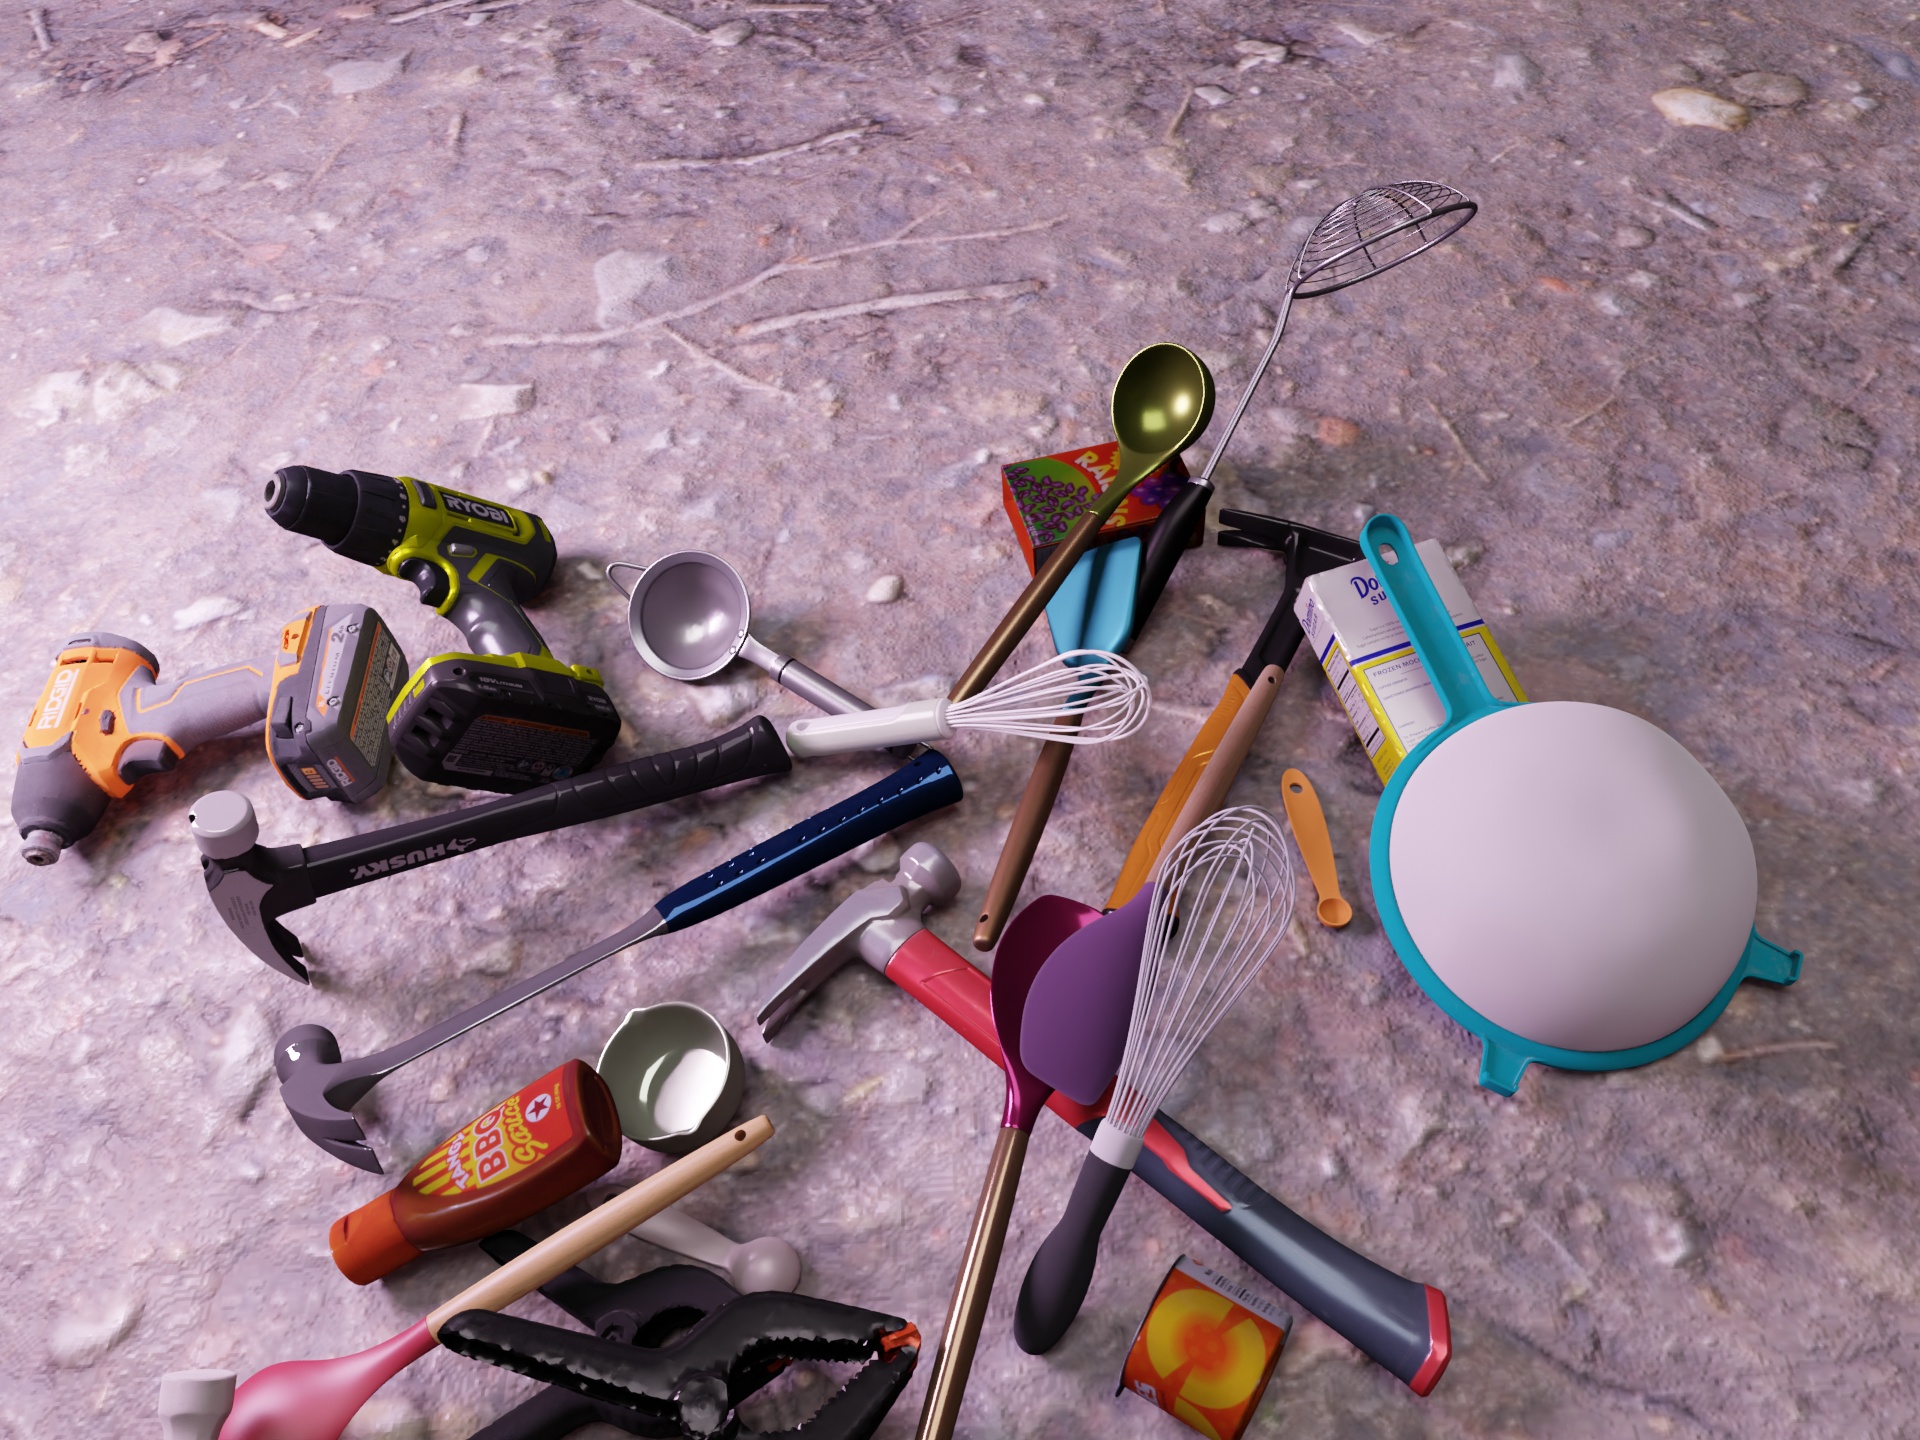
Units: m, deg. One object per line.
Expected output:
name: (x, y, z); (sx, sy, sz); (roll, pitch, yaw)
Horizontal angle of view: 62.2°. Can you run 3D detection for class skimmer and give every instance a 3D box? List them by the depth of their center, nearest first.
skimmer: (0.211, -0.193, 1.036); (0.090, 0.127, 0.363); (28, 89, -1)

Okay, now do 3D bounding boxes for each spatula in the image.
spatula: (0.117, 0.074, 0.879); (0.060, 0.018, 0.316); (32, 55, 5)
spatula: (0.052, 0.008, 0.953); (0.082, 0.044, 0.318); (-18, 33, 35)

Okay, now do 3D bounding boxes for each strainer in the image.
strainer: (0.309, 0.015, 0.859); (0.211, 0.095, 0.341); (-18, 69, -10)
strainer: (-0.121, -0.036, 1.029); (0.258, 0.050, 0.087); (31, 95, 19)

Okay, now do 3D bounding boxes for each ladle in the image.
ladle: (-0.227, 0.278, 0.758); (0.315, 0.031, 0.069); (-31, 55, -8)
ladle: (0.068, -0.120, 1.025); (0.078, 0.062, 0.320); (16, 61, 42)

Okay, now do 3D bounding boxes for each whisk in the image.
whisk: (0.088, 0.172, 0.758); (0.070, 0.070, 0.284); (24, 93, 22)
whisk: (-0.001, -0.003, 0.938); (0.246, 0.059, 0.058); (-8, 27, 29)

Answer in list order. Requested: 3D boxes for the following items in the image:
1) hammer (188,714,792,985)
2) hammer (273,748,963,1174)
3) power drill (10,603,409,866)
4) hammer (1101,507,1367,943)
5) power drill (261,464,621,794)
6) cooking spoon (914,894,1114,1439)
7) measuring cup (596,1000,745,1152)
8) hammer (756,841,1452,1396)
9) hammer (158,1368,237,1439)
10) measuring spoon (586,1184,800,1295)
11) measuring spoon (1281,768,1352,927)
hammer: (-0.257, 0.059, 0.930); (0.334, 0.146, 0.035); (-15, 51, -22)
hammer: (-0.175, 0.119, 0.887); (0.405, 0.035, 0.144); (-27, 23, -21)
power drill: (-0.478, 0.011, 0.998); (0.226, 0.084, 0.164); (-7, 51, 5)
hammer: (0.161, -0.002, 0.980); (0.127, 0.034, 0.337); (20, 56, 19)
power drill: (-0.321, -0.067, 0.992); (0.080, 0.190, 0.229); (-47, 55, 23)
cooking spoon: (0.020, 0.225, 0.775); (0.069, 0.017, 0.319); (19, 57, -1)
measuring cup: (-0.188, 0.217, 0.840); (0.167, 0.038, 0.083); (-35, 54, -4)
hammer: (0.069, 0.214, 0.813); (0.387, 0.038, 0.143); (34, 63, 28)
hammer: (-0.196, 0.363, 0.702); (0.331, 0.031, 0.130); (2, 74, -1)
measuring spoon: (-0.138, 0.260, 0.806); (0.124, 0.018, 0.034); (17, 55, 18)
measuring spoon: (0.207, 0.075, 0.933); (0.021, 0.011, 0.117); (-4, 47, -3)
